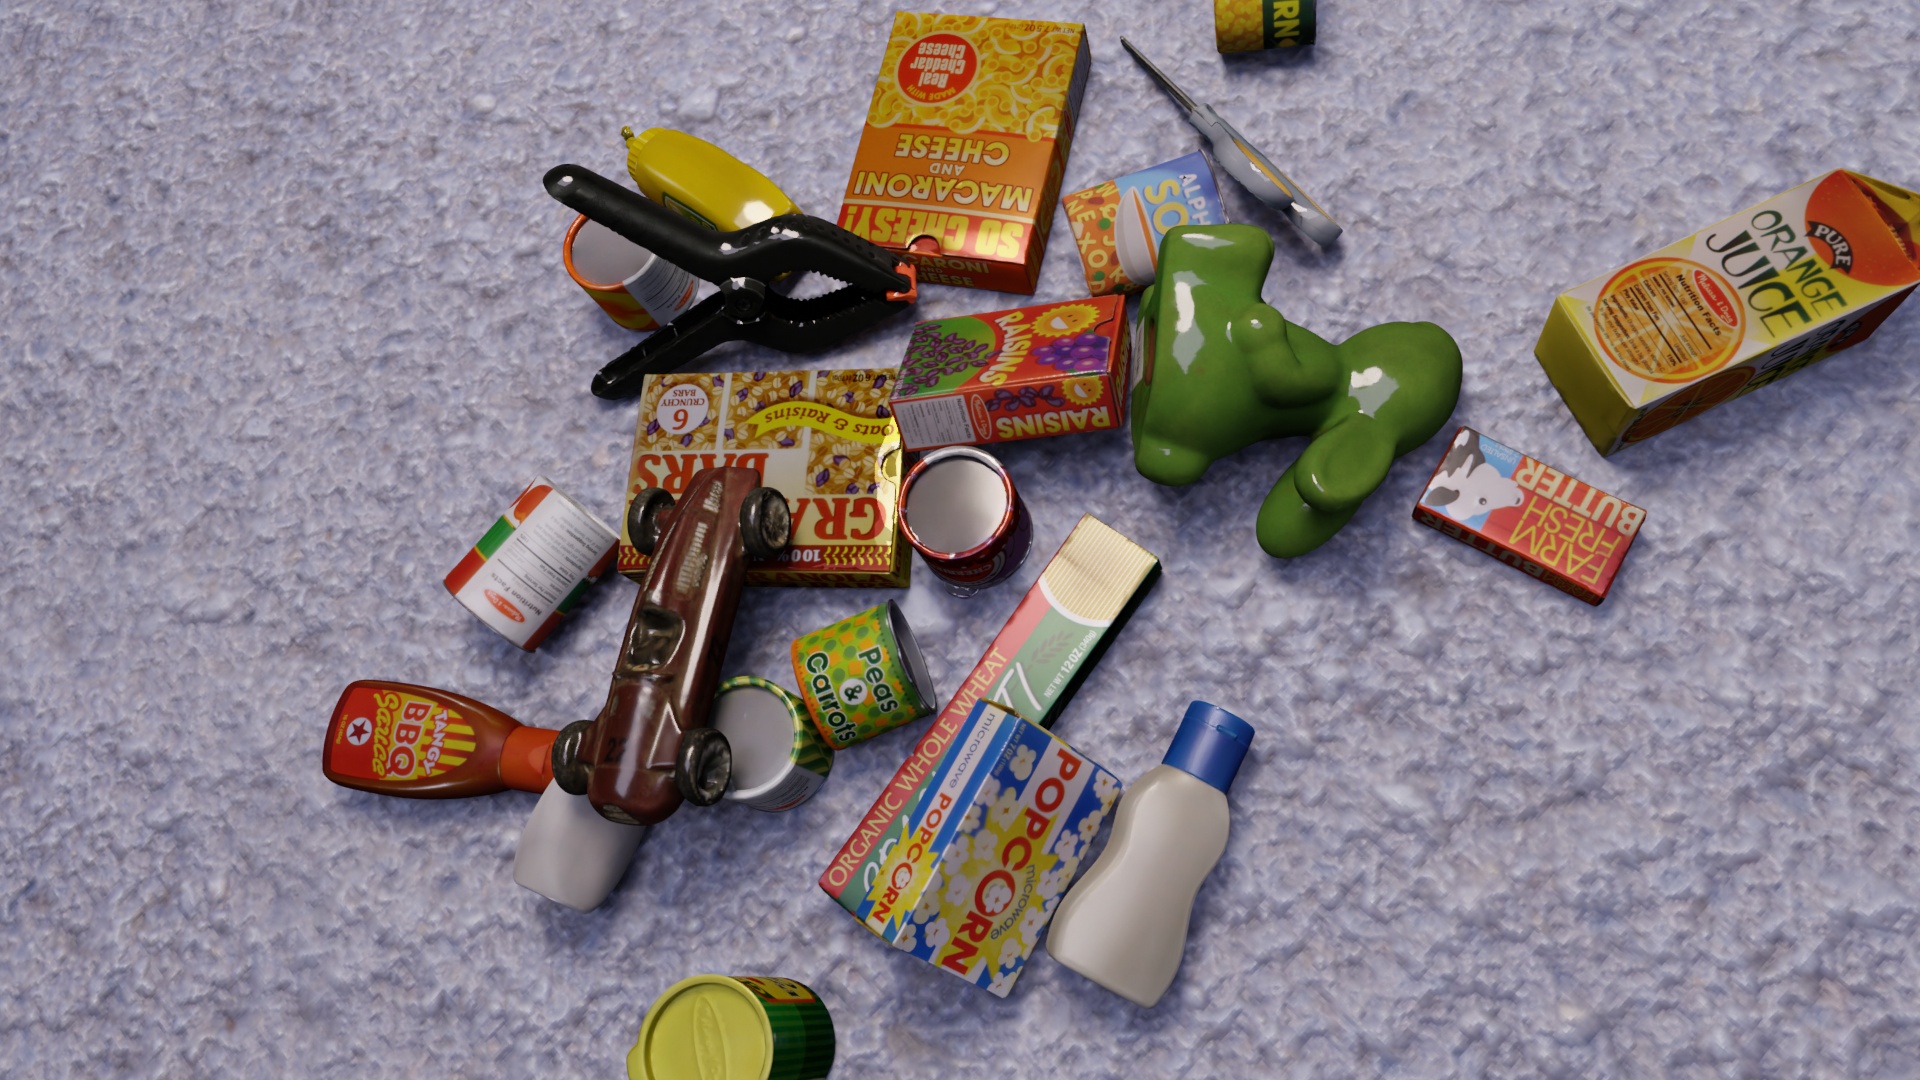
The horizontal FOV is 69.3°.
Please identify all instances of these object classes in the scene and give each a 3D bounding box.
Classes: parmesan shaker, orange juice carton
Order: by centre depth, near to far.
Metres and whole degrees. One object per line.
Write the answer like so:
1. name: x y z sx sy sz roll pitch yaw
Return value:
1. parmesan shaker: -0.110 0.248 0.682 0.071 0.103 0.071 -3 72 11
2. orange juice carton: 0.405 -0.123 0.709 0.193 0.071 0.073 -25 69 4

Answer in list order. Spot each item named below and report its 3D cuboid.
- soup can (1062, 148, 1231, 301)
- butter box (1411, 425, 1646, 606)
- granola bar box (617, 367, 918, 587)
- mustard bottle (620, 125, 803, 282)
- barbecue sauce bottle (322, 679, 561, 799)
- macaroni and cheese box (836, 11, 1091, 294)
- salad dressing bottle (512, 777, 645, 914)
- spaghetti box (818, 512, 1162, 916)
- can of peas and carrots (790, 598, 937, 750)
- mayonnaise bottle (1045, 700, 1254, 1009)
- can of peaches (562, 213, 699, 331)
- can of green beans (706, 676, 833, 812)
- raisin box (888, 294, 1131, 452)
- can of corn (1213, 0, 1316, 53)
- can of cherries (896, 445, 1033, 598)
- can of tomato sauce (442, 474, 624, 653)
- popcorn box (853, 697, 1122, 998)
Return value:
1. soup can: 0.107 -0.177 0.791 0.084 0.071 0.071 -18 70 7
2. butter box: 0.295 -0.013 0.722 0.103 0.024 0.053 30 80 19
3. granola bar box: -0.110 -0.036 0.809 0.165 0.039 0.124 0 73 12
4. mustard bottle: -0.163 -0.220 0.869 0.160 0.065 0.049 36 78 26
5. barbecue sauce bottle: -0.286 0.119 0.794 0.148 0.043 0.065 6 73 14
6. macaroni and cheese box: 0.001 -0.240 0.850 0.124 0.040 0.167 9 74 16
7. salad dressing bottle: -0.190 0.128 0.764 0.044 0.064 0.148 10 65 35
8. spaghetti box: 0.017 0.099 0.743 0.050 0.028 0.250 34 82 20
9. can of peas and carrots: -0.052 0.073 0.744 0.059 0.071 0.071 -23 69 5
10. mayonnaise bottle: 0.101 0.154 0.699 0.065 0.041 0.148 29 78 -2
11. can of peaches: -0.206 -0.172 0.864 0.071 0.058 0.071 -3 72 11
12. can of green beans: -0.108 0.110 0.751 0.071 0.057 0.071 -4 72 11
13. raisin box: 0.030 -0.094 0.772 0.123 0.040 0.086 -5 36 16
14. can of corn: 0.180 -0.325 0.823 0.058 0.071 0.071 -2 72 13
15. can of cherries: 0.003 -0.010 0.765 0.071 0.058 0.071 -4 71 11
16. can of tomato sauce: -0.247 0.013 0.810 0.071 0.071 0.083 38 83 20
17. popcorn box: 0.016 0.153 0.694 0.038 0.085 0.127 18 74 53
